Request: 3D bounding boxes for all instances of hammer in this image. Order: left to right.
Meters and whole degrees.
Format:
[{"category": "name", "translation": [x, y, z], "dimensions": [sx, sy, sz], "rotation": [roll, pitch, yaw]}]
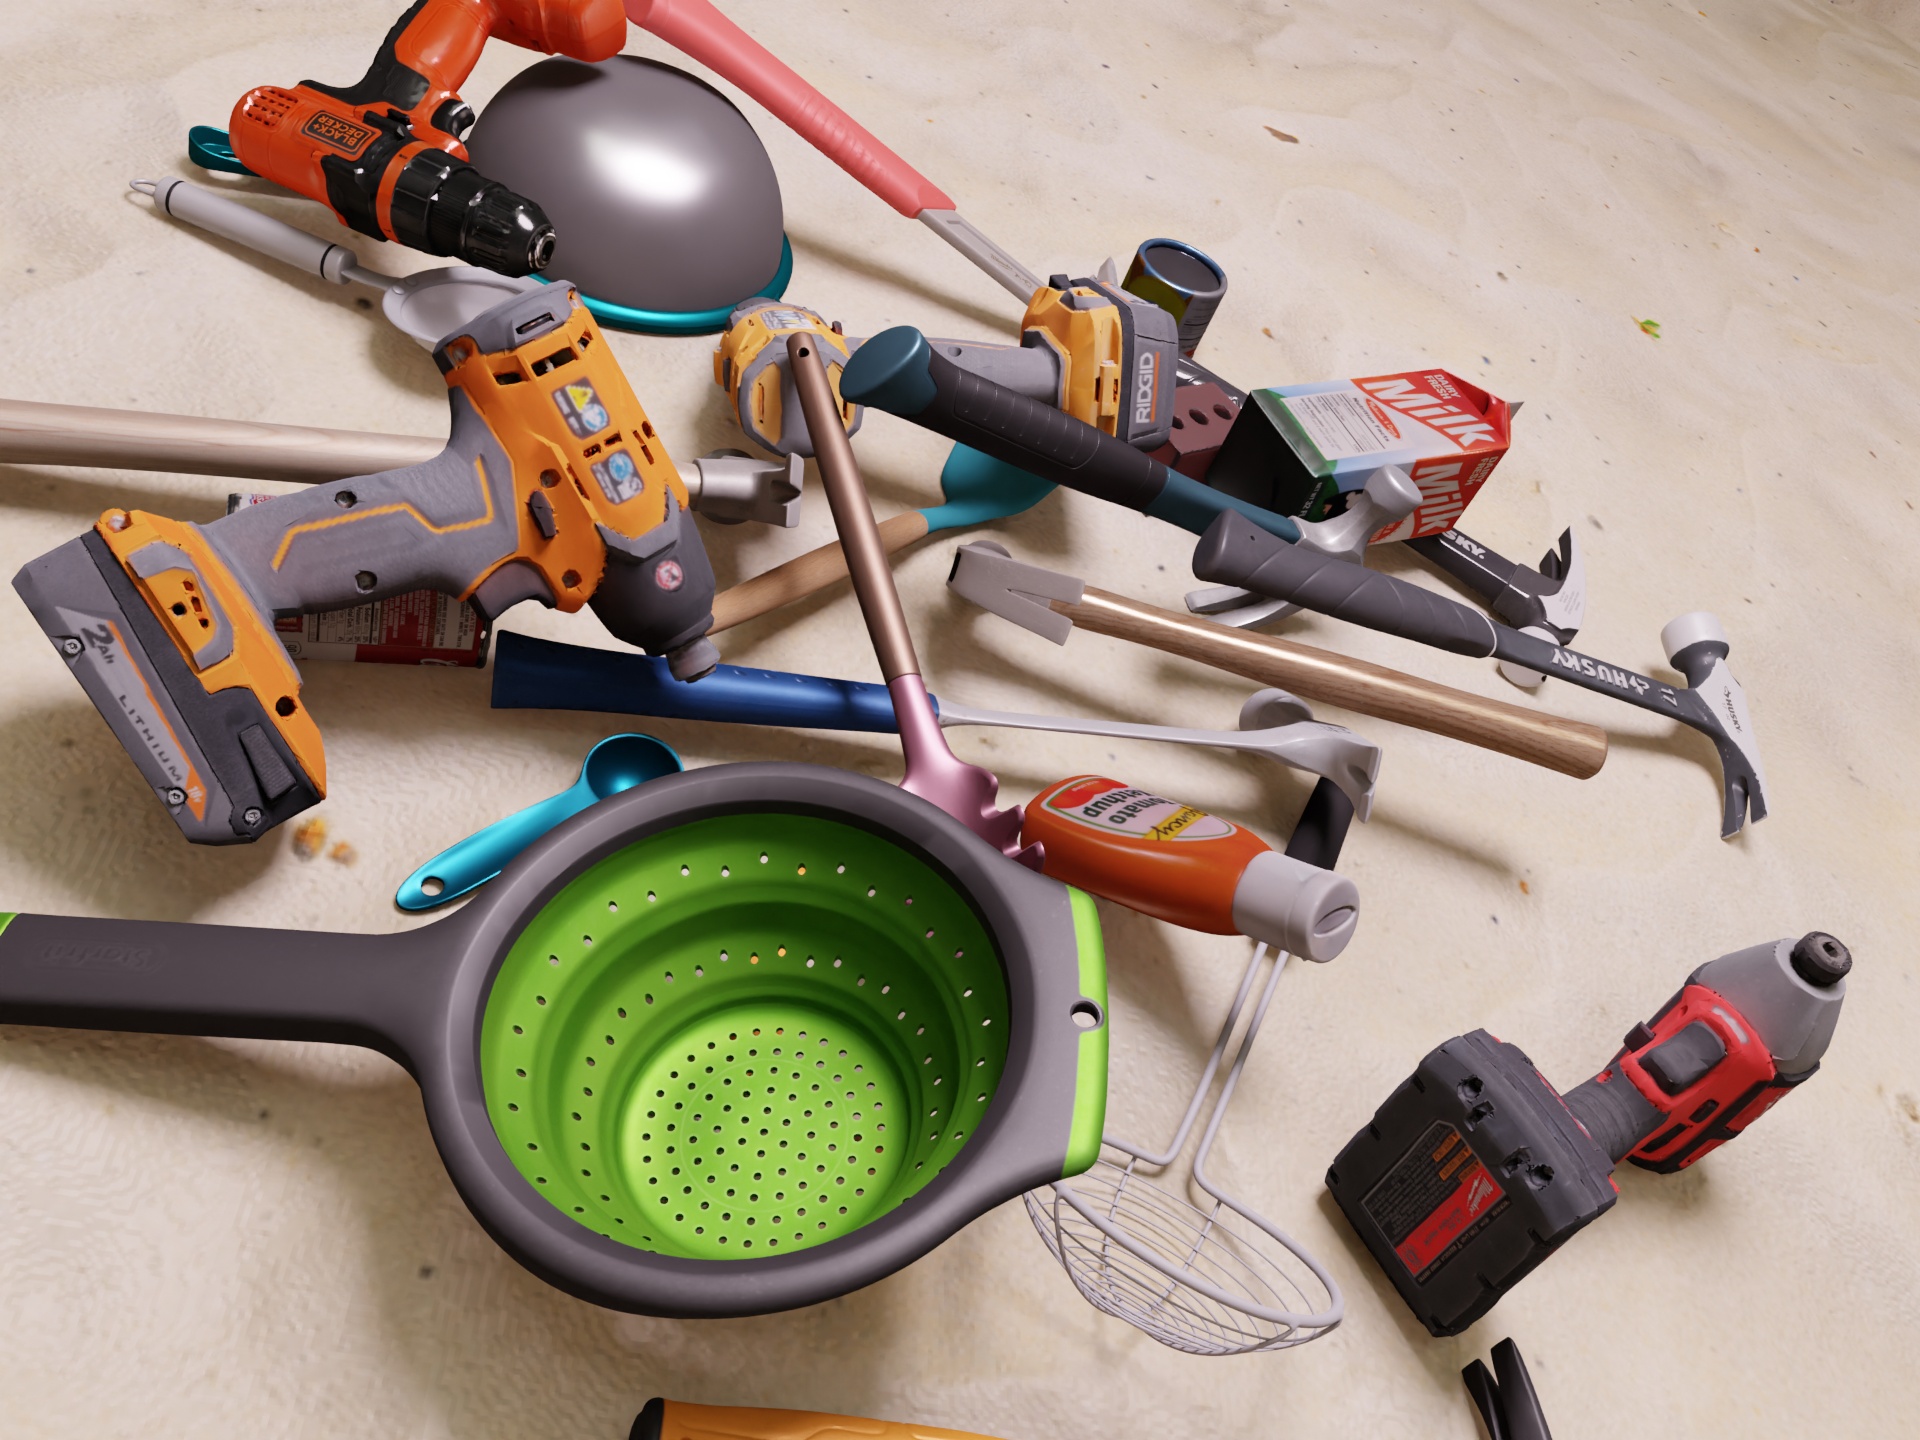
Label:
[{"category": "hammer", "translation": [-0.273, -0.114, 0.684], "dimensions": [0.410, 0.038, 0.146], "rotation": [2, 8, -19]}, {"category": "hammer", "translation": [-0.044, -0.338, 0.972], "dimensions": [0.358, 0.036, 0.149], "rotation": [33, 41, -22]}, {"category": "hammer", "translation": [-0.001, -0.002, 0.719], "dimensions": [0.405, 0.035, 0.144], "rotation": [5, 11, -15]}, {"category": "hammer", "translation": [0.085, -0.122, 0.797], "dimensions": [0.330, 0.128, 0.033], "rotation": [16, 40, -36]}, {"category": "hammer", "translation": [0.057, 0.256, 0.532], "dimensions": [0.336, 0.034, 0.127], "rotation": [13, 45, -14]}, {"category": "hammer", "translation": [0.154, -0.029, 0.777], "dimensions": [0.331, 0.031, 0.130], "rotation": [16, 9, -1]}, {"category": "hammer", "translation": [0.248, -0.154, 1.018], "dimensions": [0.335, 0.035, 0.146], "rotation": [34, 44, 9]}, {"category": "hammer", "translation": [0.297, -0.038, 0.874], "dimensions": [0.408, 0.036, 0.149], "rotation": [14, 54, -26]}]

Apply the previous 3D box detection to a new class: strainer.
[{"category": "strainer", "translation": [-0.311, -0.230, 0.818], "dimensions": [0.258, 0.050, 0.087], "rotation": [23, 41, 4]}, {"category": "strainer", "translation": [-0.248, -0.327, 0.901], "dimensions": [0.340, 0.095, 0.211], "rotation": [1, 49, -26]}]

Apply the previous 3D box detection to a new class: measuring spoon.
[{"category": "measuring spoon", "translation": [-0.169, 0.046, 0.643], "dimensions": [0.128, 0.021, 0.042], "rotation": [-31, 67, -32]}, {"category": "measuring spoon", "translation": [-0.076, 0.095, 0.643], "dimensions": [0.021, 0.011, 0.117], "rotation": [18, 47, -9]}]

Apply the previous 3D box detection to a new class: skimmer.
[{"category": "skimmer", "translation": [0.130, 0.109, 0.666], "dimensions": [0.127, 0.090, 0.363], "rotation": [27, 42, 9]}]

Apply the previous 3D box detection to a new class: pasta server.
[{"category": "pasta server", "translation": [-0.031, -0.043, 0.664], "dimensions": [0.060, 0.040, 0.316], "rotation": [-15, 65, -5]}]

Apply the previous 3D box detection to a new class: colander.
[{"category": "colander", "translation": [-0.151, 0.114, 0.543], "dimensions": [0.397, 0.094, 0.205], "rotation": [3, 47, 1]}]

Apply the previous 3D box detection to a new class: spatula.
[{"category": "spatula", "translation": [-0.036, -0.104, 0.809], "dimensions": [0.082, 0.044, 0.317], "rotation": [27, 34, 21]}]

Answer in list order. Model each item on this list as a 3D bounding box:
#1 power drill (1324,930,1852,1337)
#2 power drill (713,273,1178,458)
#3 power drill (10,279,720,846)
[{"category": "power drill", "translation": [0.269, 0.157, 0.653], "dimensions": [0.219, 0.143, 0.079], "rotation": [-13, 53, -32]}, {"category": "power drill", "translation": [-0.018, -0.193, 0.852], "dimensions": [0.226, 0.084, 0.185], "rotation": [-5, 25, -13]}, {"category": "power drill", "translation": [-0.204, -0.046, 0.600], "dimensions": [0.226, 0.084, 0.164], "rotation": [-34, 106, -23]}]
